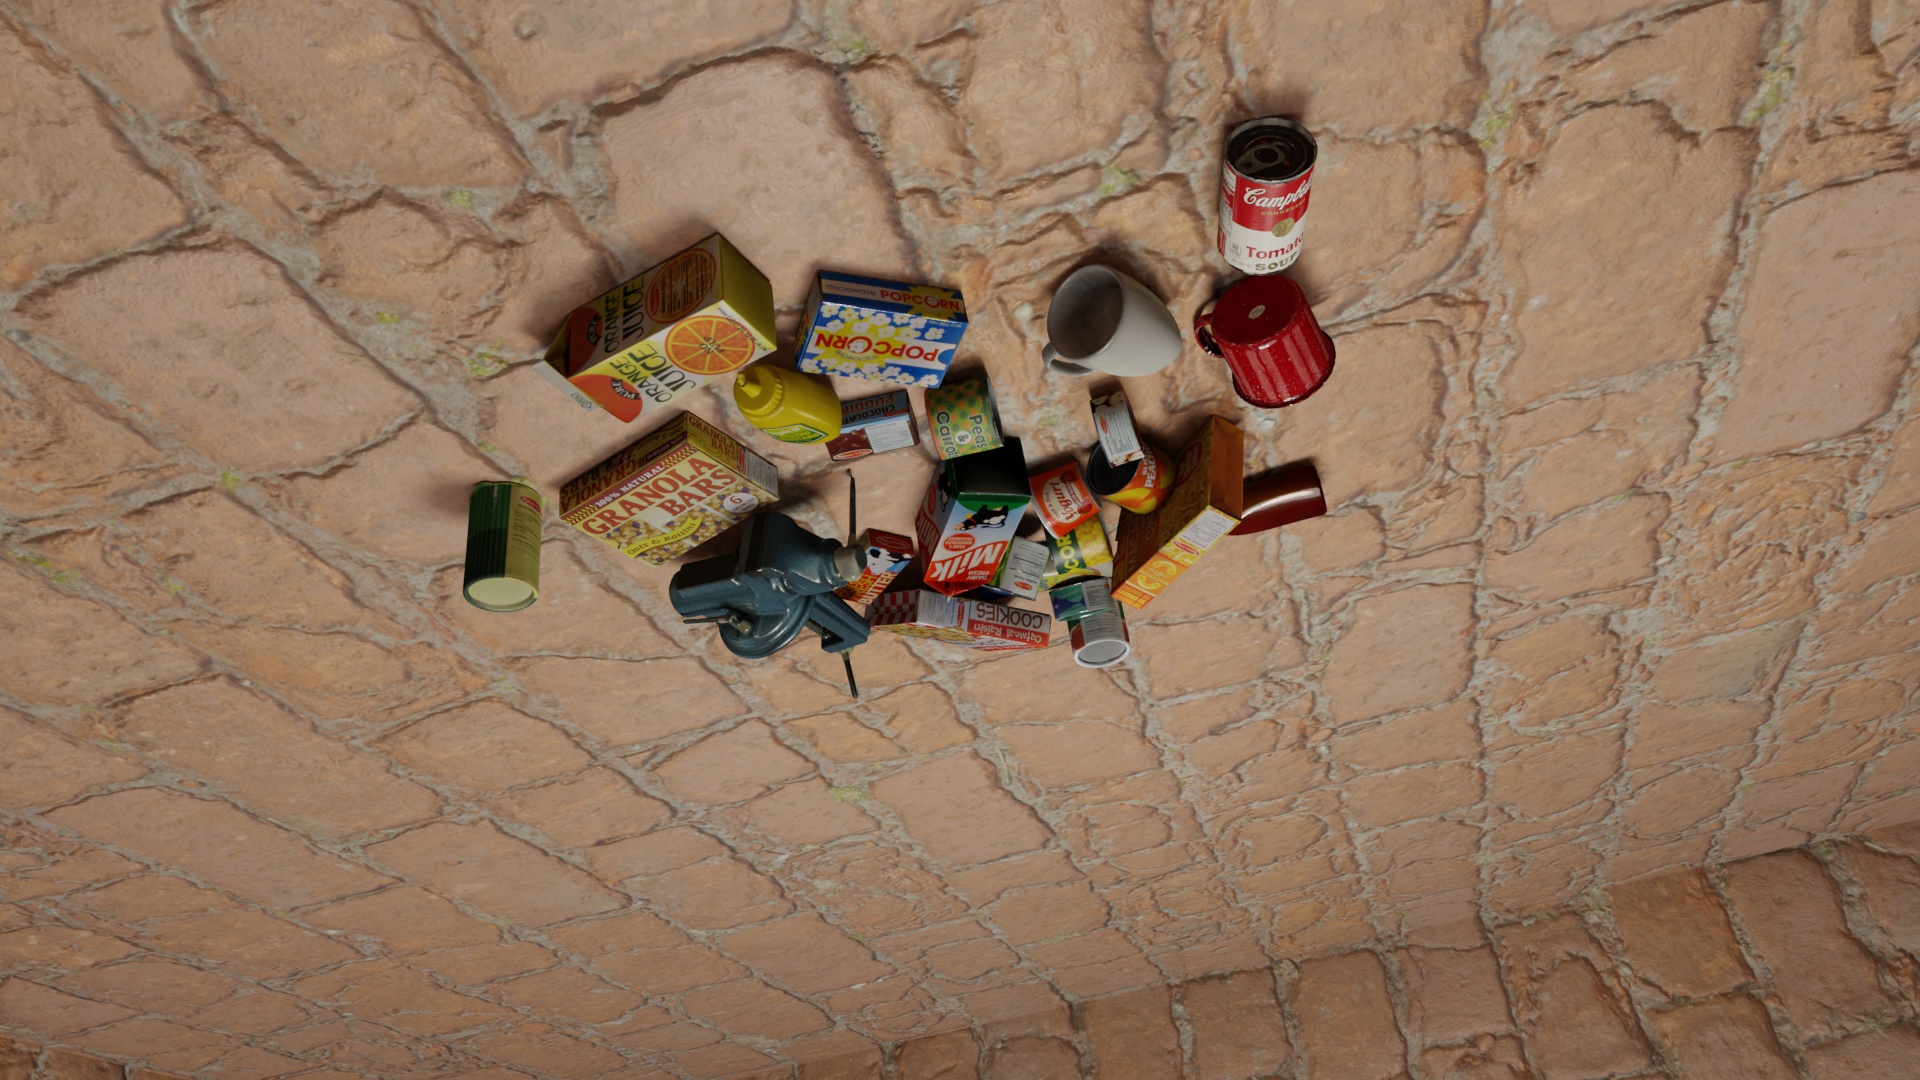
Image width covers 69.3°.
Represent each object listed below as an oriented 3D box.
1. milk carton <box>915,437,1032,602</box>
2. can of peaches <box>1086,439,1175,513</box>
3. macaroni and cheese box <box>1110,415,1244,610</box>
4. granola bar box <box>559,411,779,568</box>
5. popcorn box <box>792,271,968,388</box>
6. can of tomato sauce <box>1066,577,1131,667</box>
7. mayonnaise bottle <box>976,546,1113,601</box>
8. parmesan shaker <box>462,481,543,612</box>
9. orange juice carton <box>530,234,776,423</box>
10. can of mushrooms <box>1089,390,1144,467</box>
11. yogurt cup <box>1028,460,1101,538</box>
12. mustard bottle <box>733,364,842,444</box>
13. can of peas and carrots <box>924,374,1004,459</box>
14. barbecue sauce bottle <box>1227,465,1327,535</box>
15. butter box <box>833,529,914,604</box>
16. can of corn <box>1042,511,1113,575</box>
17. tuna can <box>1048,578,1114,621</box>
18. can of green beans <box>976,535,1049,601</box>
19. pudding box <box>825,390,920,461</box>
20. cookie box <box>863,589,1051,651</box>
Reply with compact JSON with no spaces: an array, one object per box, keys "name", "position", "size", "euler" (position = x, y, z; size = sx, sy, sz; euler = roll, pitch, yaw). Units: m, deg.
[{"name":"milk carton","position":[0.005,-0.017,1.371],"size":[0.073,0.072,0.189],"euler":[2,145,-17]},{"name":"can of peaches","position":[0.167,-0.066,1.341],"size":[0.071,0.071,0.058],"euler":[-34,140,32]},{"name":"macaroni and cheese box","position":[0.210,-0.026,1.358],"size":[0.040,0.124,0.165],"euler":[27,136,-15]},{"name":"granola bar box","position":[-0.272,-0.043,1.298],"size":[0.165,0.039,0.124],"euler":[-27,142,25]},{"name":"popcorn box","position":[-0.067,-0.173,1.152],"size":[0.127,0.038,0.084],"euler":[5,143,-20]},{"name":"can of tomato sauce","position":[0.152,0.092,1.560],"size":[0.071,0.083,0.070],"euler":[-6,146,-4]},{"name":"mayonnaise bottle","position":[0.090,0.032,1.492],"size":[0.148,0.041,0.064],"euler":[-15,154,9]},{"name":"parmesan shaker","position":[-0.422,0.006,1.277],"size":[0.071,0.103,0.071],"euler":[-6,146,-4]},{"name":"orange juice carton","position":[-0.245,-0.158,1.102],"size":[0.192,0.073,0.071],"euler":[-23,144,20]},{"name":"can of mushrooms","position":[0.145,-0.104,1.283],"size":[0.033,0.071,0.071],"euler":[-18,145,12]},{"name":"yogurt cup","position":[0.103,-0.043,1.366],"size":[0.054,0.073,0.072],"euler":[-28,143,13]},{"name":"mustard bottle","position":[-0.152,-0.116,1.162],"size":[0.065,0.049,0.160],"euler":[-7,171,18]},{"name":"can of peas and carrots","position":[0.004,-0.108,1.236],"size":[0.059,0.071,0.070],"euler":[-13,146,7]},{"name":"barbecue sauce bottle","position":[0.302,-0.033,1.444],"size":[0.148,0.044,0.064],"euler":[-16,146,12]},{"name":"butter box","position":[-0.096,0.029,1.460],"size":[0.053,0.024,0.103],"euler":[13,140,-28]},{"name":"can of corn","position":[0.120,-0.003,1.422],"size":[0.058,0.071,0.071],"euler":[-16,146,9]},{"name":"tuna can","position":[0.129,0.065,1.498],"size":[0.071,0.033,0.071],"euler":[-12,171,-2]},{"name":"can of green beans","position":[0.054,0.026,1.437],"size":[0.071,0.058,0.071],"euler":[17,176,1]},{"name":"pudding box","position":[-0.083,-0.103,1.260],"size":[0.084,0.030,0.049],"euler":[-12,148,4]},{"name":"cookie box","position":[-0.003,0.087,1.513],"size":[0.167,0.040,0.122],"euler":[13,168,-30]}]
